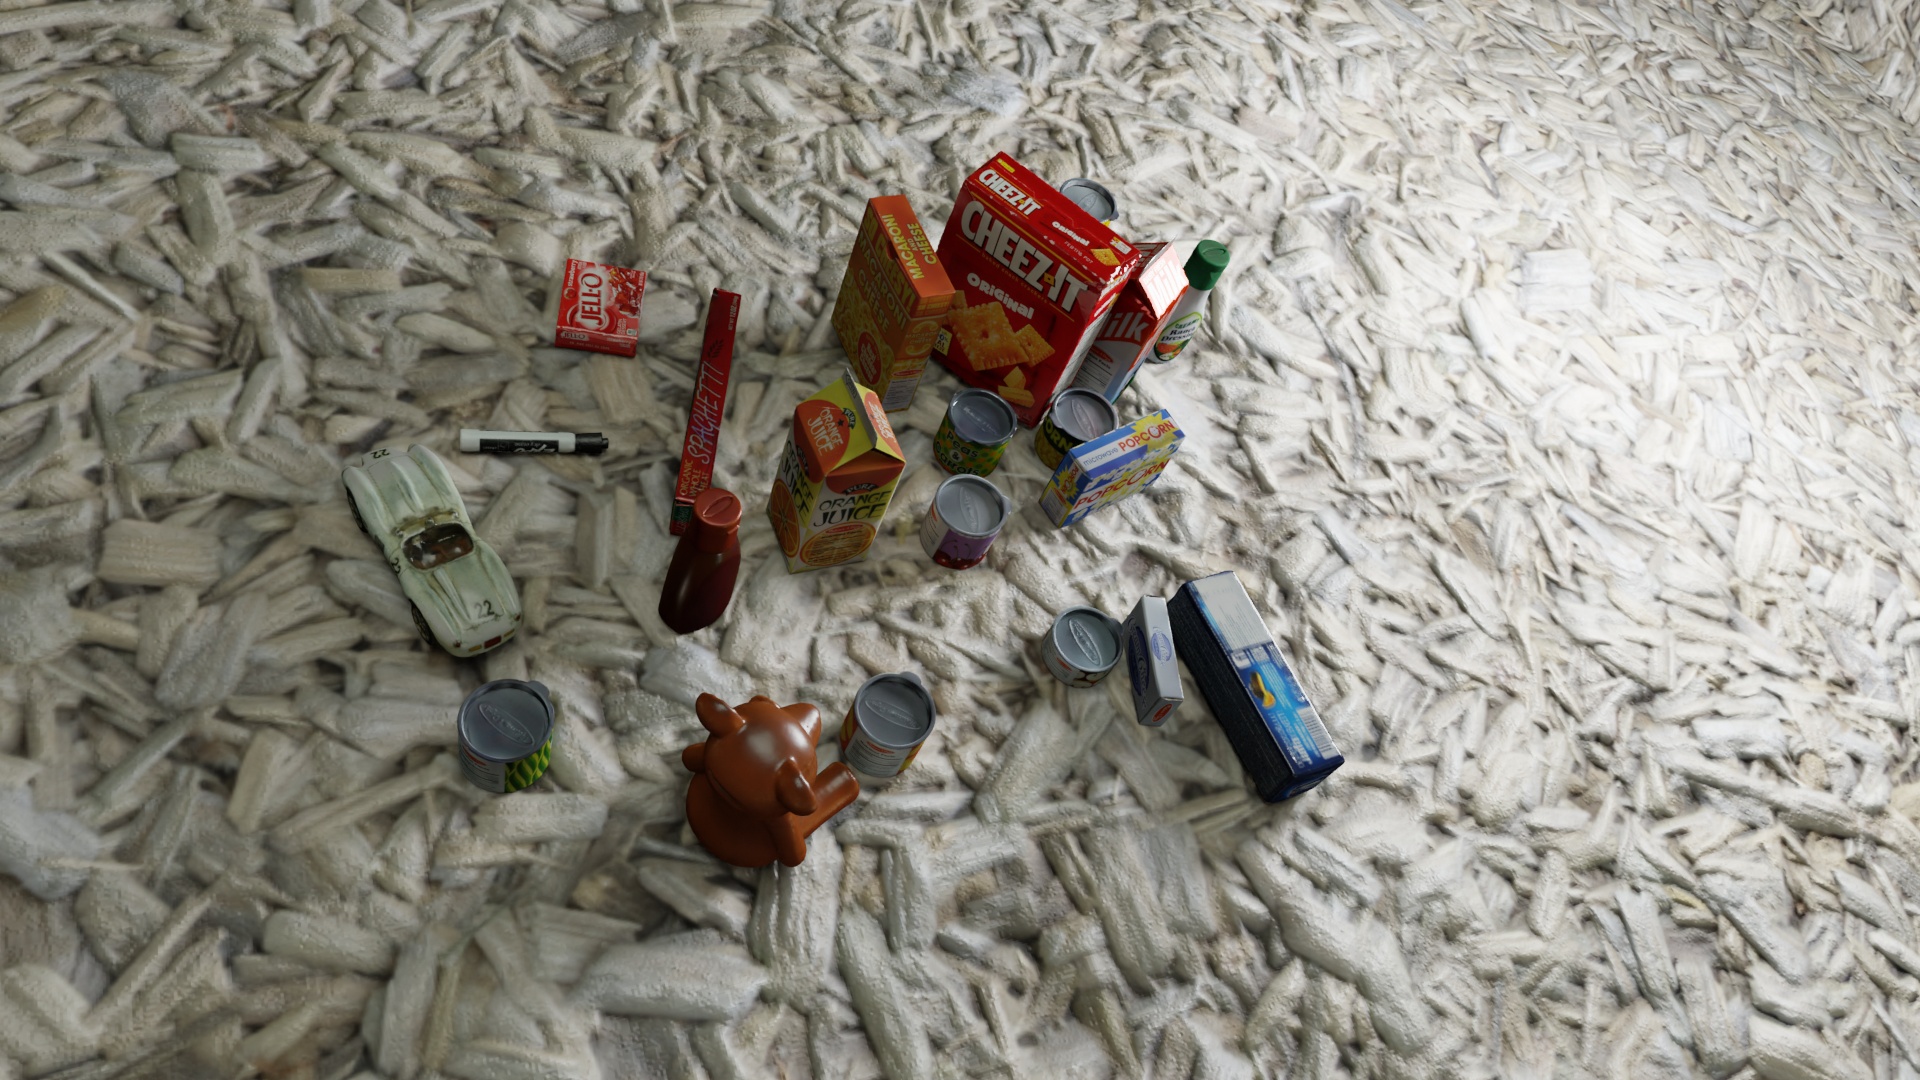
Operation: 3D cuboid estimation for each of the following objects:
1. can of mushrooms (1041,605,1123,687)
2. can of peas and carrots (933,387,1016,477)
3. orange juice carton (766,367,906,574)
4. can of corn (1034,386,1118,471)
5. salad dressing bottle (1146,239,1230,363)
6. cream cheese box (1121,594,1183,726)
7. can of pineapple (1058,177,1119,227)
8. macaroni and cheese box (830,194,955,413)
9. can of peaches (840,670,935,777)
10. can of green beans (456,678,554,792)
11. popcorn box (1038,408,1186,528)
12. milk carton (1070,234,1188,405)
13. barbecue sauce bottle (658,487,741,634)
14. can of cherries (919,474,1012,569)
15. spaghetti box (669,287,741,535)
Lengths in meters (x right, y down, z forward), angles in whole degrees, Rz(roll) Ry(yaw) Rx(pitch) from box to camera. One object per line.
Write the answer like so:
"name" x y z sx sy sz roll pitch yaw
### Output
"can of mushrooms" 0.108 0.093 1.217 0.071 0.033 0.071 9 54 -13
"can of peas and carrots" 0.011 -0.098 1.299 0.071 0.058 0.071 9 54 -13
"orange juice carton" -0.102 -0.056 1.147 0.073 0.191 0.072 -11 61 -25
"can of corn" 0.109 -0.104 1.337 0.071 0.058 0.071 9 54 -13
"salad dressing bottle" 0.228 -0.244 1.419 0.064 0.146 0.044 -13 62 -26
"cream cheese box" 0.167 0.105 1.217 0.024 0.053 0.104 5 55 -16
"can of pineapple" 0.131 -0.350 1.515 0.071 0.057 0.071 9 54 -13
"macaroni and cheese box" -0.066 -0.216 1.286 0.040 0.165 0.124 -12 62 -26
"can of peaches" -0.058 0.146 1.108 0.071 0.057 0.071 9 54 -13
"can of green beans" -0.332 0.143 1.015 0.071 0.057 0.071 9 54 -13
"popcorn box" 0.143 -0.068 1.307 0.127 0.084 0.038 -25 68 -31
"milk carton" 0.157 -0.215 1.347 0.073 0.189 0.073 36 53 7
"barbecue sauce bottle" -0.200 0.015 1.092 0.044 0.147 0.065 43 54 12
"can of cherries" 0.004 -0.016 1.240 0.071 0.058 0.072 9 54 -13
"spaghetti box" -0.226 -0.117 1.236 0.029 0.050 0.251 10 54 -12
